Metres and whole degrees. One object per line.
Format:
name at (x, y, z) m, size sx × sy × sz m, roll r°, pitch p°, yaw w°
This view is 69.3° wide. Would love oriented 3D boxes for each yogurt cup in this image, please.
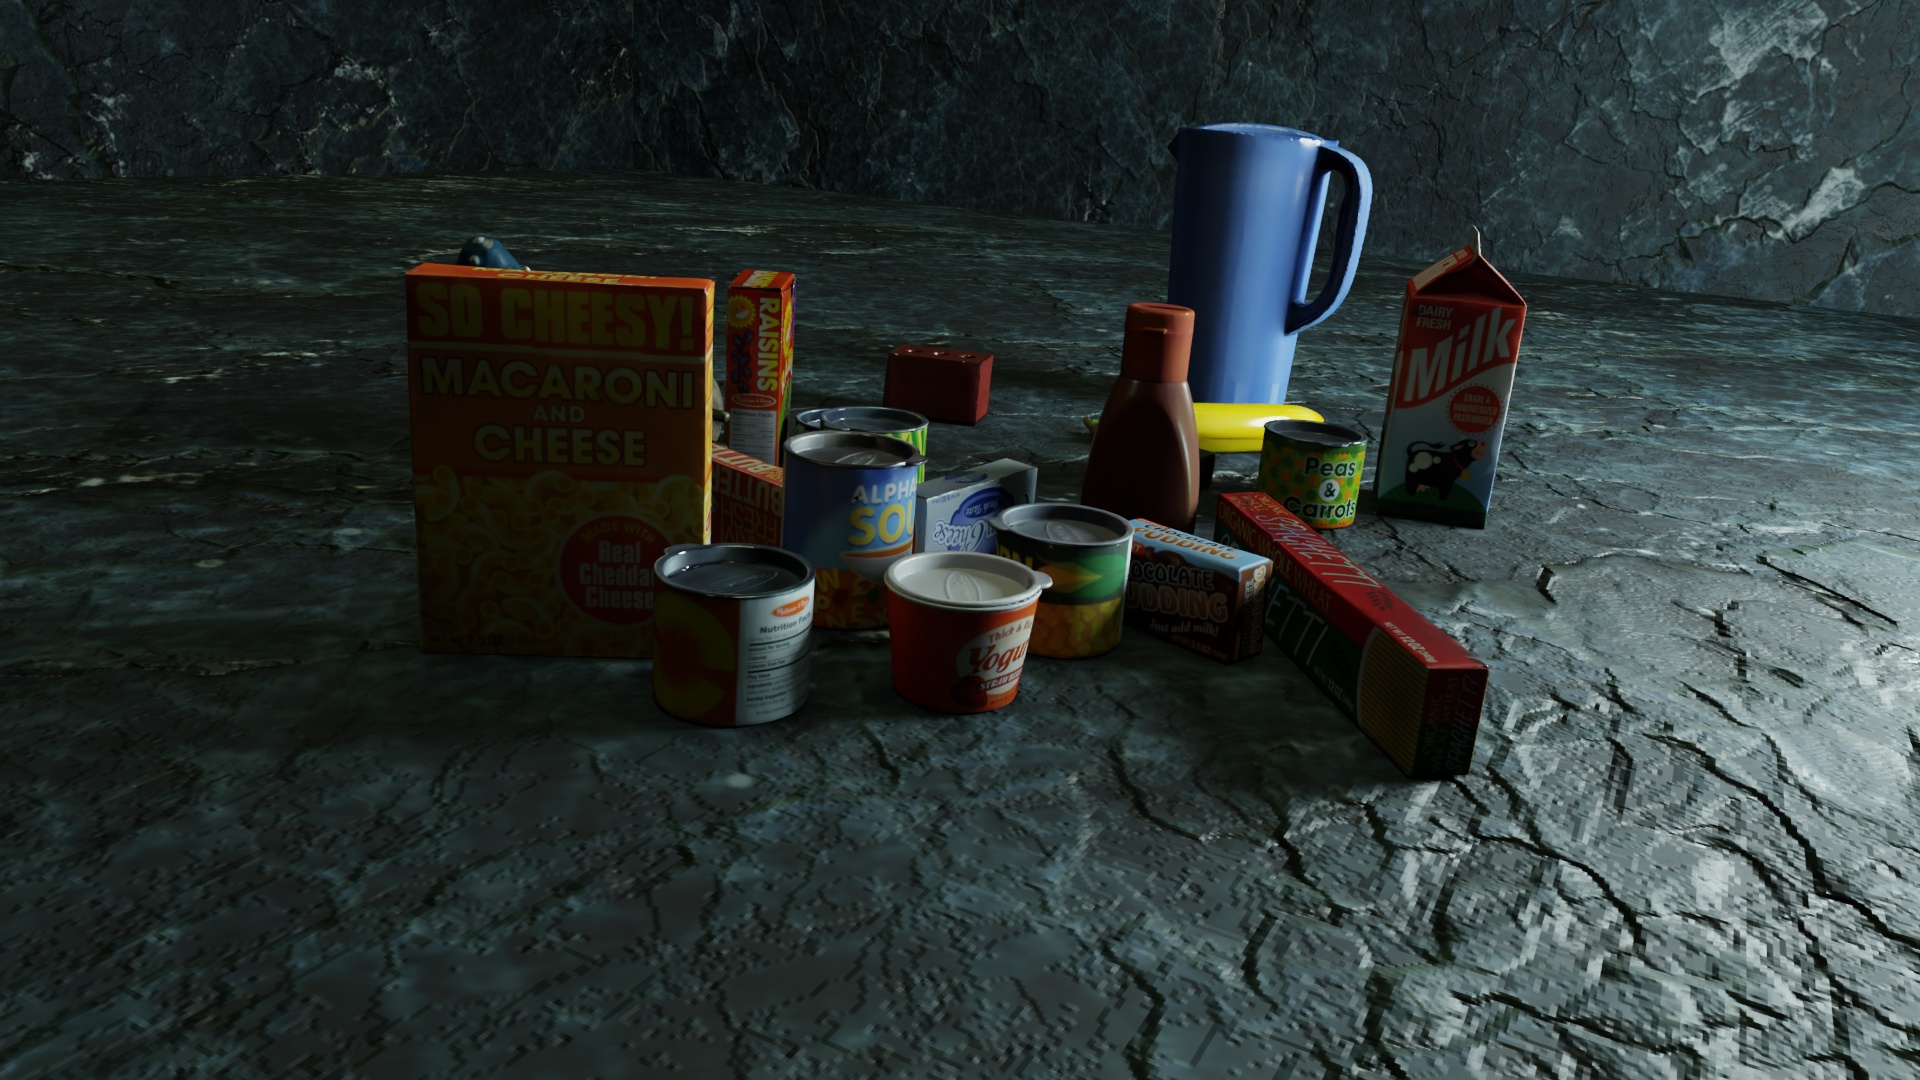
yogurt cup at (-0.001, 0.040, 0.603) m, size 0.072 × 0.053 × 0.072 m, roll 4°, pitch 18°, yaw -1°

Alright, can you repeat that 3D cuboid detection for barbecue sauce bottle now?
barbecue sauce bottle at (0.102, -0.054, 0.764) m, size 0.065 × 0.148 × 0.044 m, roll 8°, pitch 18°, yaw 13°

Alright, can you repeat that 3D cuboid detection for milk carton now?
milk carton at (0.326, -0.111, 0.924) m, size 0.073 × 0.189 × 0.072 m, roll 8°, pitch 18°, yaw 13°

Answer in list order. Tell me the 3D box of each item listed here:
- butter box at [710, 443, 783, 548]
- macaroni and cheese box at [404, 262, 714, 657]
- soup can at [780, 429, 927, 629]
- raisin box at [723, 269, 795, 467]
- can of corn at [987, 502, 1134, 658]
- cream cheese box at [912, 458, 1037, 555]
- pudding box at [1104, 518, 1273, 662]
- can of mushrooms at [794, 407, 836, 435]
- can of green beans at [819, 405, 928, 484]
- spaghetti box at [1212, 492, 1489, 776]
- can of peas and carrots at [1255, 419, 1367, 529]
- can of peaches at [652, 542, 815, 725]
butter box at (-0.120, -0.018, 0.757) m, size 0.103 × 0.053 × 0.024 m, roll 19°, pitch 23°, yaw 39°
macaroni and cheese box at (-0.172, -0.033, 0.606) m, size 0.124 × 0.165 × 0.040 m, roll 2°, pitch 18°, yaw -7°
soup can at (-0.053, -0.005, 0.682) m, size 0.071 × 0.083 × 0.071 m, roll 4°, pitch 18°, yaw -1°
raisin box at (-0.136, -0.117, 0.942) m, size 0.040 × 0.123 × 0.086 m, roll 4°, pitch 18°, yaw -2°
can of corn at (0.046, 0.019, 0.672) m, size 0.071 × 0.058 × 0.071 m, roll 4°, pitch 18°, yaw -1°
cream cheese box at (0.003, -0.009, 0.757) m, size 0.024 × 0.053 × 0.104 m, roll 16°, pitch 21°, yaw 33°
pudding box at (0.110, 0.023, 0.687) m, size 0.030 × 0.049 × 0.084 m, roll -13°, pitch 25°, yaw -44°
can of mushrooms at (-0.081, -0.067, 0.948) m, size 0.071 × 0.033 × 0.071 m, roll 4°, pitch 18°, yaw -1°
can of green beans at (-0.055, -0.048, 0.854) m, size 0.071 × 0.057 × 0.071 m, roll 4°, pitch 18°, yaw -1°
spaghetti box at (0.174, 0.034, 0.668) m, size 0.029 × 0.050 × 0.251 m, roll 1°, pitch 18°, yaw -10°
can of peas and carrots at (0.228, -0.043, 0.904) m, size 0.071 × 0.058 × 0.071 m, roll 4°, pitch 18°, yaw -1°
can of peaches at (-0.097, 0.038, 0.581) m, size 0.071 × 0.058 × 0.071 m, roll 4°, pitch 18°, yaw -1°
